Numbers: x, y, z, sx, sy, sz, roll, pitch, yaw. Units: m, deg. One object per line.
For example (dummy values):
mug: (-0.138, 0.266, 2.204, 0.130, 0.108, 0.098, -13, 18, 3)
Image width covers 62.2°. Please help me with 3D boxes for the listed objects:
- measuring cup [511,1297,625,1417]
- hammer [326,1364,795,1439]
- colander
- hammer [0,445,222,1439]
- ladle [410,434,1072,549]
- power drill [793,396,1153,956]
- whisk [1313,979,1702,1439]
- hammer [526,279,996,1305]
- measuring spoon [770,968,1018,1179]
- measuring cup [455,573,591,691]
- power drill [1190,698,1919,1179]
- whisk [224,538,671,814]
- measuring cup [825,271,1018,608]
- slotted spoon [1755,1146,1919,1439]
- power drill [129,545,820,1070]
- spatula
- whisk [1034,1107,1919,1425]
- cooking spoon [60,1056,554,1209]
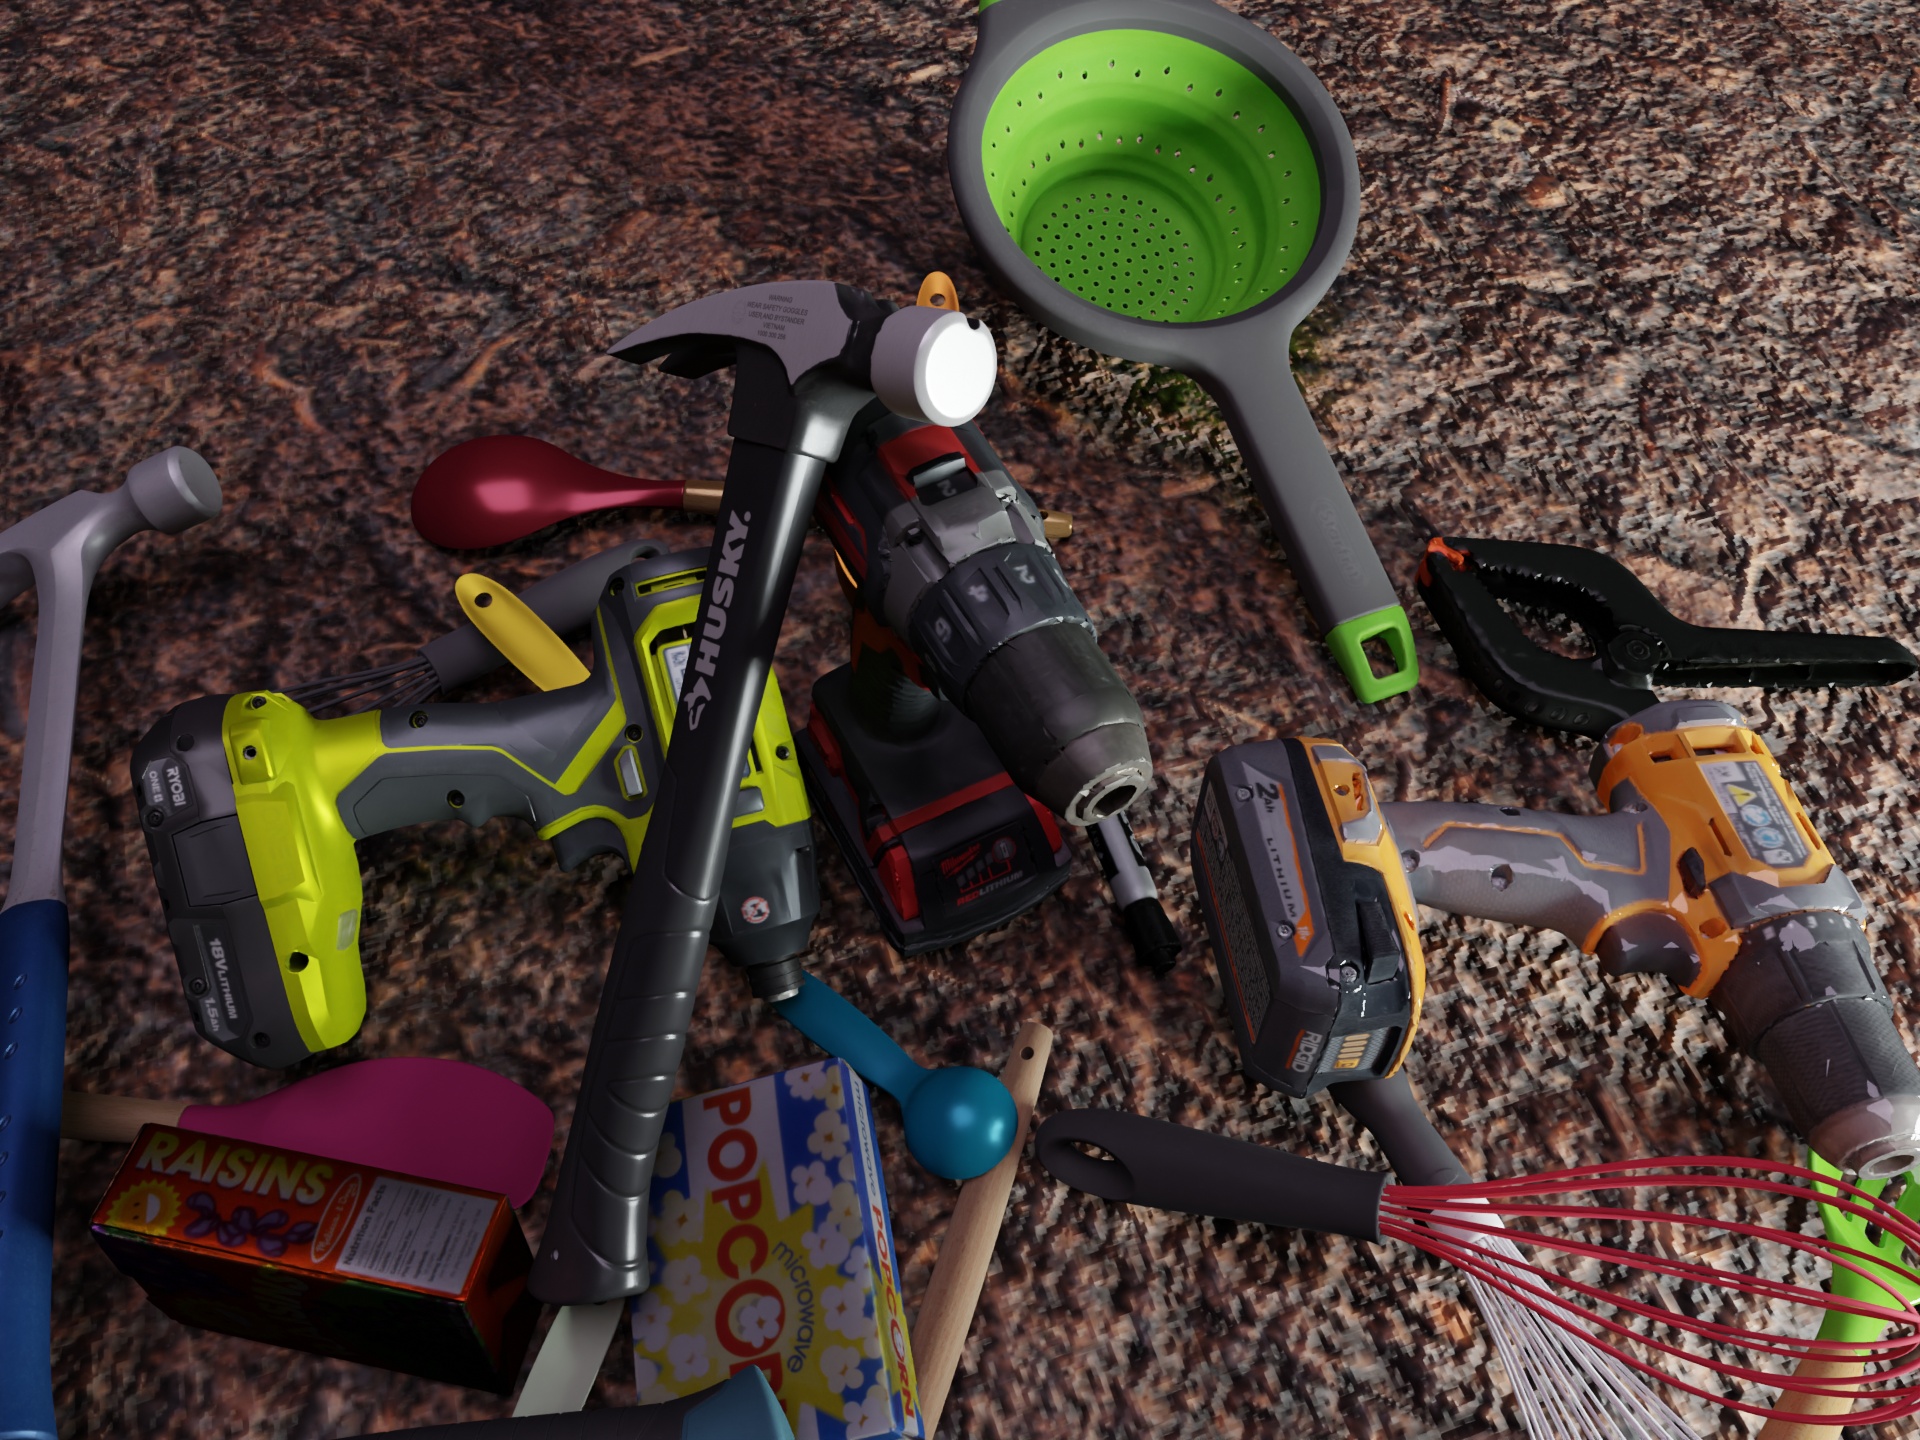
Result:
measuring cup: (-0.141, 0.254, 0.504, 0.083, 0.038, 0.168, 13, 52, 11)
hammer: (-0.211, 0.235, 0.480, 0.331, 0.033, 0.128, -8, 46, 3)
colander: (0.117, -0.182, 0.785, 0.204, 0.094, 0.397, -18, 76, -14)
hammer: (-0.344, 0.065, 0.584, 0.144, 0.035, 0.406, -23, 53, 6)
ladle: (-0.104, -0.103, 0.752, 0.315, 0.031, 0.069, 4, 58, -1)
power drill: (-0.001, -0.002, 0.564, 0.080, 0.226, 0.188, -23, 59, -16)
whisk: (0.192, 0.199, 0.540, 0.070, 0.070, 0.285, -20, 54, -14)
hammer: (-0.088, 0.029, 0.503, 0.146, 0.335, 0.035, 21, 9, 42)
measuring spoon: (-0.033, 0.122, 0.593, 0.129, 0.021, 0.042, 32, 64, 29)
measuring cup: (-0.158, -0.005, 0.669, 0.156, 0.029, 0.062, 43, 70, 14)
power drill: (0.212, 0.080, 0.566, 0.226, 0.084, 0.186, -4, 49, -6)
whisk: (-0.224, -0.019, 0.682, 0.239, 0.055, 0.055, -33, 63, -26)
measuring cup: (-0.013, -0.116, 0.724, 0.095, 0.052, 0.174, 2, 72, -3)
slotted spoon: (0.262, 0.212, 0.494, 0.070, 0.031, 0.314, 40, 43, 23)
power drill: (-0.169, 0.043, 0.593, 0.223, 0.080, 0.171, -14, 89, -8)
spatula: (-0.022, 0.242, 0.526, 0.060, 0.018, 0.316, 12, 57, 16)
whisk: (0.157, 0.161, 0.513, 0.296, 0.073, 0.073, 3, 52, 30)
cooking spoon: (-0.308, 0.146, 0.582, 0.319, 0.017, 0.069, 5, 46, 1)
